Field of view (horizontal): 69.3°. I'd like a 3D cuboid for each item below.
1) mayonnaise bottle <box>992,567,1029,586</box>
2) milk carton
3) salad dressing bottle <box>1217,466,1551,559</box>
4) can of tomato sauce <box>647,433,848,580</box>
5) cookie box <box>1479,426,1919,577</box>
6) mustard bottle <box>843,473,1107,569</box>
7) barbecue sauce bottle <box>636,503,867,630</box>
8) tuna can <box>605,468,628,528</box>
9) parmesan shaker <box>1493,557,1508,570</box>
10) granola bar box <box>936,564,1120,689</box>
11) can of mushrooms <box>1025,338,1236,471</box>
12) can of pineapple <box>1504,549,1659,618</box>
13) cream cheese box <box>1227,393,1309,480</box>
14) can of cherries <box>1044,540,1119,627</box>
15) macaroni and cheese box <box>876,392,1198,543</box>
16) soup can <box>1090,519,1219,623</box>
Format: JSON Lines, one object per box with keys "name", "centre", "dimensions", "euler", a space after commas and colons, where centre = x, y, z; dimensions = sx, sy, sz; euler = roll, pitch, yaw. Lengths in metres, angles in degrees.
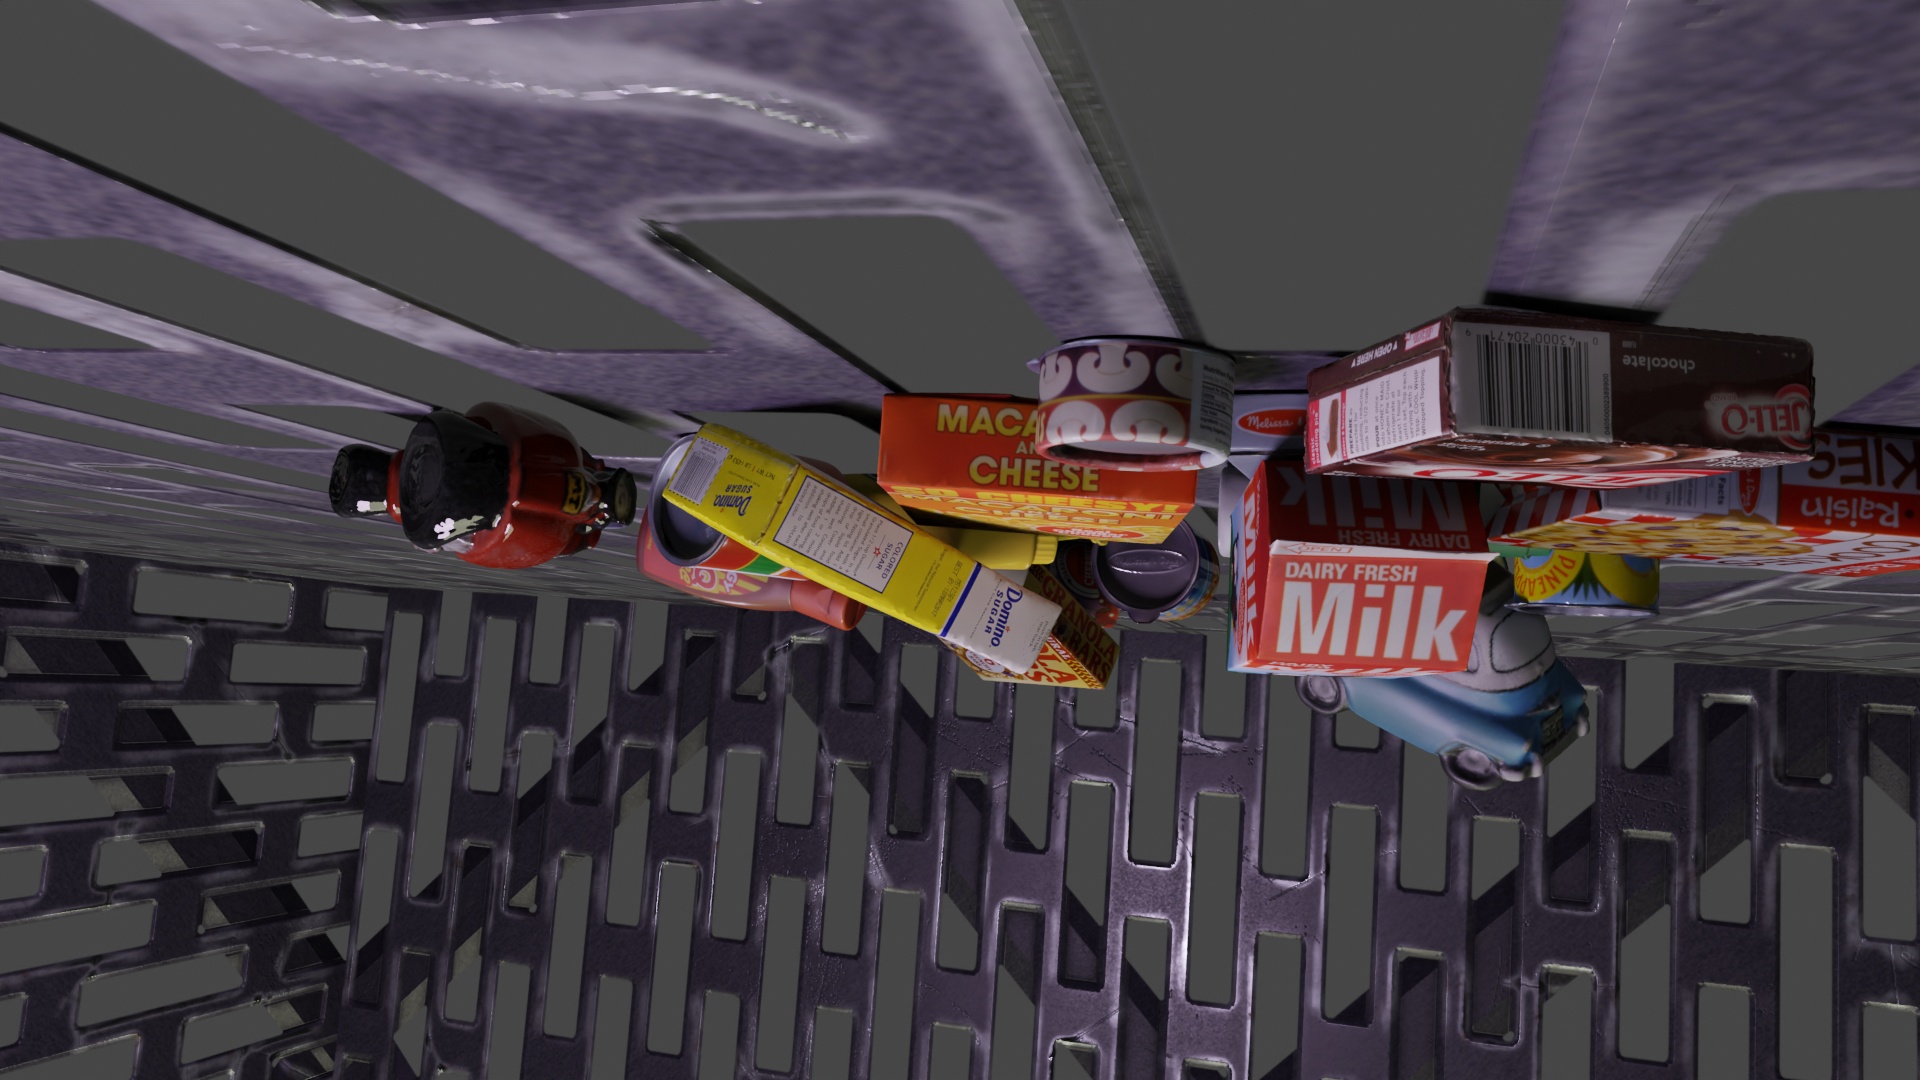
{"name": "mayonnaise bottle", "centre": [-0.023, 0.001, 0.859], "dimensions": [0.148, 0.064, 0.041], "euler": [14, -178, -36]}
{"name": "milk carton", "centre": [0.143, 0.014, 0.526], "dimensions": [0.072, 0.073, 0.190], "euler": [2, 173, 6]}
{"name": "salad dressing bottle", "centre": [0.196, -0.012, 0.648], "dimensions": [0.148, 0.044, 0.064], "euler": [1, 179, 14]}
{"name": "can of tomato sauce", "centre": [-0.105, -0.017, 0.709], "dimensions": [0.071, 0.071, 0.083], "euler": [-1, 173, 39]}
{"name": "cookie box", "centre": [0.308, -0.016, 0.544], "dimensions": [0.167, 0.040, 0.123], "euler": [5, 175, 1]}
{"name": "mustard bottle", "centre": [0.003, -0.010, 0.771], "dimensions": [0.160, 0.048, 0.065], "euler": [3, -172, -6]}
{"name": "barbecue sauce bottle", "centre": [-0.127, 0.014, 0.861], "dimensions": [0.148, 0.064, 0.044], "euler": [19, -168, 19]}
{"name": "tuna can", "centre": [-0.240, -0.027, 0.858], "dimensions": [0.071, 0.033, 0.071], "euler": [4, 174, 1]}
{"name": "parmesan shaker", "centre": [0.280, 0.030, 0.869], "dimensions": [0.071, 0.071, 0.103], "euler": [8, 173, -33]}
{"name": "granola bar box", "centre": [0.022, 0.046, 1.012], "dimensions": [0.124, 0.039, 0.165], "euler": [-1, 143, 44]}
{"name": "can of mushrooms", "centre": [0.056, -0.044, 0.467], "dimensions": [0.071, 0.033, 0.071], "euler": [3, 175, 0]}
{"name": "can of pineapple", "centre": [0.306, 0.007, 0.682], "dimensions": [0.071, 0.058, 0.071], "euler": [4, 174, 1]}
{"name": "cream cheese box", "centre": [0.138, -0.035, 0.541], "dimensions": [0.053, 0.024, 0.104], "euler": [2, 174, 22]}
{"name": "can of cherries", "centre": [0.091, 0.032, 1.067], "dimensions": [0.058, 0.071, 0.071], "euler": [5, 174, -4]}
{"name": "macaroni and cheese box", "centre": [0.034, -0.029, 0.606], "dimensions": [0.124, 0.040, 0.166], "euler": [4, 175, 4]}
{"name": "soup can", "centre": [0.123, 0.018, 0.865], "dimensions": [0.071, 0.071, 0.084], "euler": [2, 174, 19]}
